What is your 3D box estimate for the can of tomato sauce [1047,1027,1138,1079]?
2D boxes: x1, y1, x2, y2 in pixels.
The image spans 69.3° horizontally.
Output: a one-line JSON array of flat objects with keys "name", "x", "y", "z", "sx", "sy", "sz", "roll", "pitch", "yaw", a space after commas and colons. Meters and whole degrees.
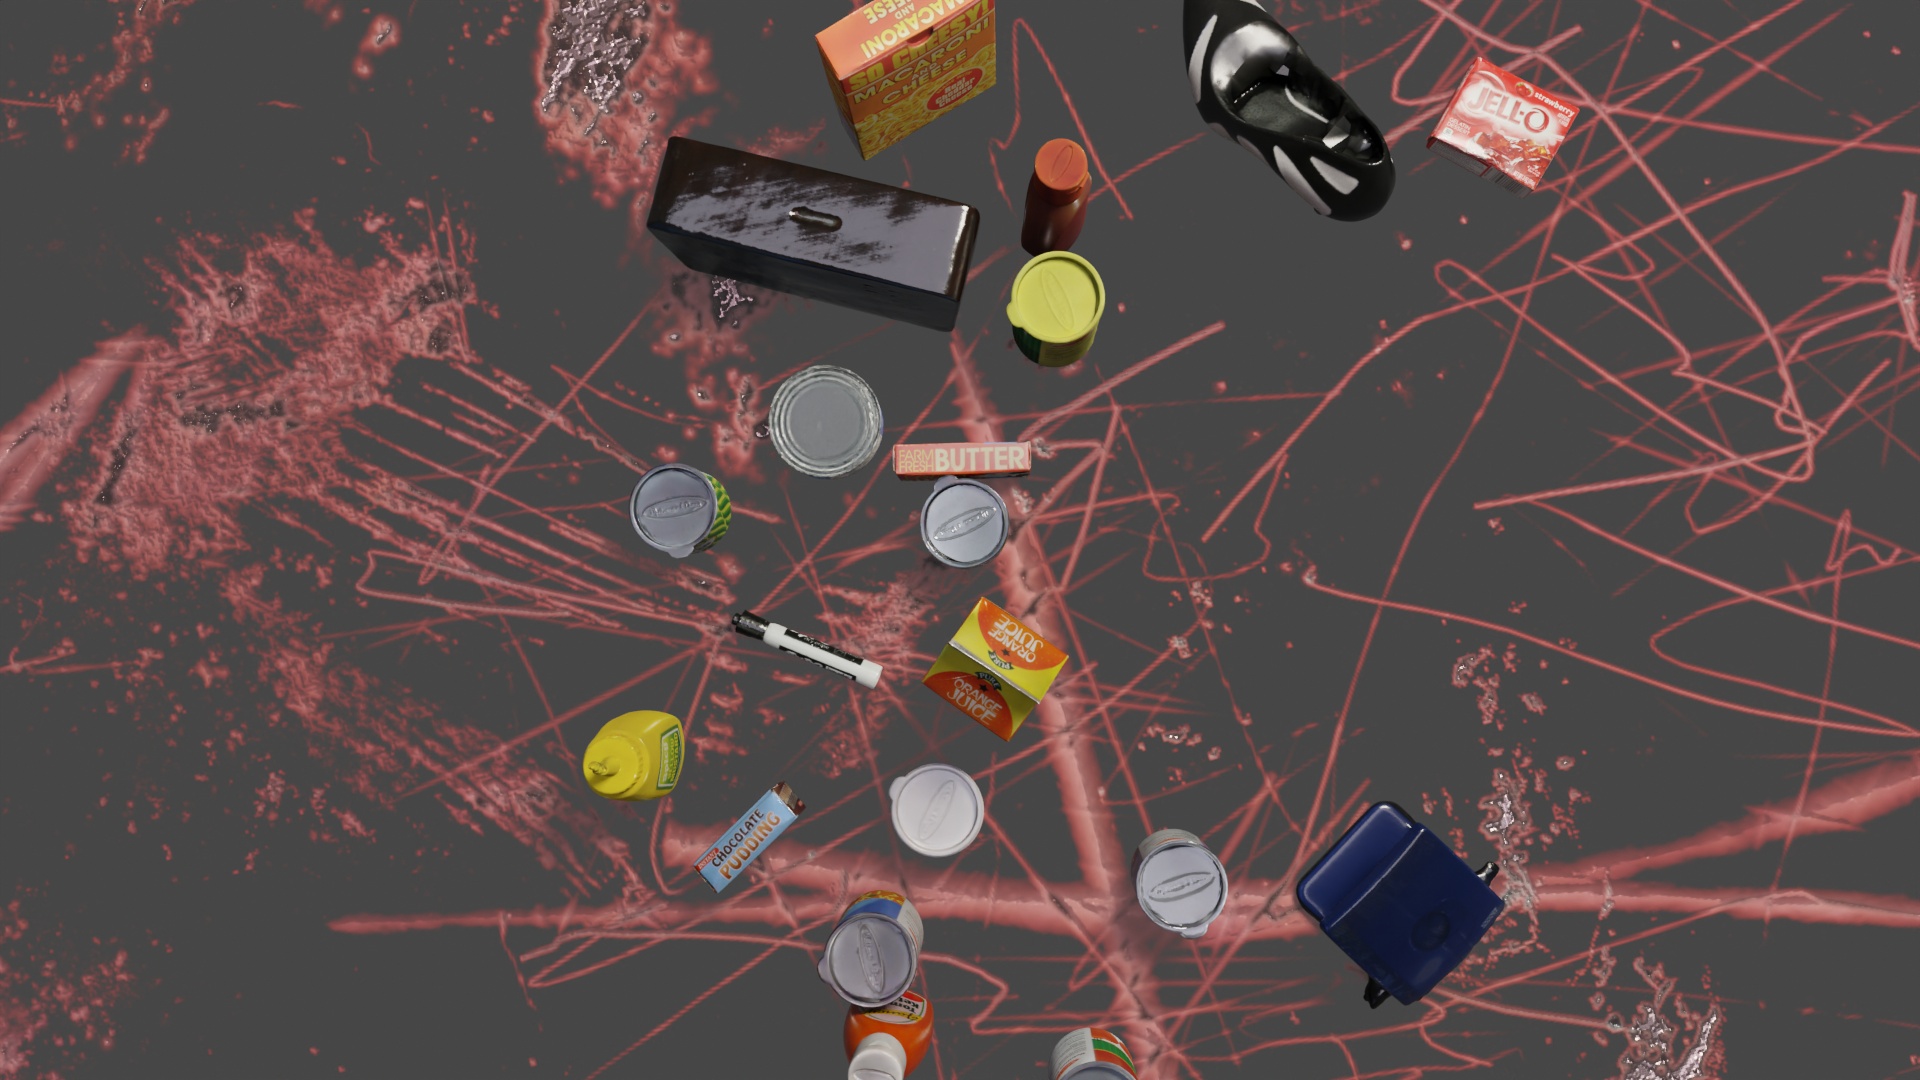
[{"name": "can of tomato sauce", "x": 0.098, "y": 0.400, "z": 1.007, "sx": 0.071, "sy": 0.083, "sz": 0.071, "roll": 0, "pitch": 87, "yaw": 2}]

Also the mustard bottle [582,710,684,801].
[{"name": "mustard bottle", "x": -0.236, "y": 0.157, "z": 0.992, "sx": 0.049, "sy": 0.160, "sz": 0.065, "roll": 3, "pitch": 87, "yaw": 2}]

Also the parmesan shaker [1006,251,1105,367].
[{"name": "parmesan shaker", "x": 0.068, "y": -0.169, "z": 1.034, "sx": 0.071, "sy": 0.103, "sz": 0.071, "roll": 0, "pitch": 87, "yaw": 2}]

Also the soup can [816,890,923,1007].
[{"name": "soup can", "x": -0.065, "y": 0.297, "z": 1.017, "sx": 0.071, "sy": 0.084, "sz": 0.071, "roll": 0, "pitch": 87, "yaw": 2}]

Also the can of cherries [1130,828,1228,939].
[{"name": "can of cherries", "x": 0.160, "y": 0.253, "z": 1.027, "sx": 0.071, "sy": 0.058, "sz": 0.071, "roll": 0, "pitch": 87, "yaw": 2}]

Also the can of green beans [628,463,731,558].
[{"name": "can of green beans", "x": -0.212, "y": -0.023, "z": 1.054, "sx": 0.071, "sy": 0.058, "sz": 0.071, "roll": 0, "pitch": 87, "yaw": 2}]

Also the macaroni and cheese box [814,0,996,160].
[{"name": "macaroni and cheese box", "x": -0.035, "y": -0.350, "z": 1.016, "sx": 0.124, "sy": 0.166, "sz": 0.040, "roll": -31, "pitch": 87, "yaw": 0}]

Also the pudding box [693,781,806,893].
[{"name": "pudding box", "x": -0.158, "y": 0.221, "z": 1.041, "sx": 0.084, "sy": 0.049, "sz": 0.030, "roll": -44, "pitch": 87, "yaw": -1}]

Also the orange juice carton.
[{"name": "orange juice carton", "x": 0.024, "y": 0.089, "z": 0.974, "sx": 0.072, "sy": 0.192, "sz": 0.073, "roll": 35, "pitch": 88, "yaw": 3}]

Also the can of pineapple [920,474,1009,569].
[{"name": "can of pineapple", "x": 0.004, "y": -0.013, "z": 1.048, "sx": 0.071, "sy": 0.058, "sz": 0.071, "roll": 0, "pitch": 87, "yaw": 2}]

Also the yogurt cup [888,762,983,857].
[{"name": "yogurt cup", "x": -0.016, "y": 0.198, "z": 1.037, "sx": 0.072, "sy": 0.054, "sz": 0.072, "roll": 0, "pitch": 87, "yaw": 2}]

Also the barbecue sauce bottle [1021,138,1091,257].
[{"name": "barbecue sauce bottle", "x": 0.071, "y": -0.252, "z": 1.016, "sx": 0.044, "sy": 0.148, "sz": 0.065, "roll": 28, "pitch": 88, "yaw": 3}]

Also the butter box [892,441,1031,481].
[{"name": "butter box", "x": 0.002, "y": -0.060, "z": 1.053, "sx": 0.103, "sy": 0.053, "sz": 0.024, "roll": -2, "pitch": 87, "yaw": 1}]

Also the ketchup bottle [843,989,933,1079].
[{"name": "ketchup bottle", "x": -0.054, "y": 0.355, "z": 0.981, "sx": 0.065, "sy": 0.149, "sz": 0.043, "roll": 9, "pitch": 87, "yaw": 2}]
